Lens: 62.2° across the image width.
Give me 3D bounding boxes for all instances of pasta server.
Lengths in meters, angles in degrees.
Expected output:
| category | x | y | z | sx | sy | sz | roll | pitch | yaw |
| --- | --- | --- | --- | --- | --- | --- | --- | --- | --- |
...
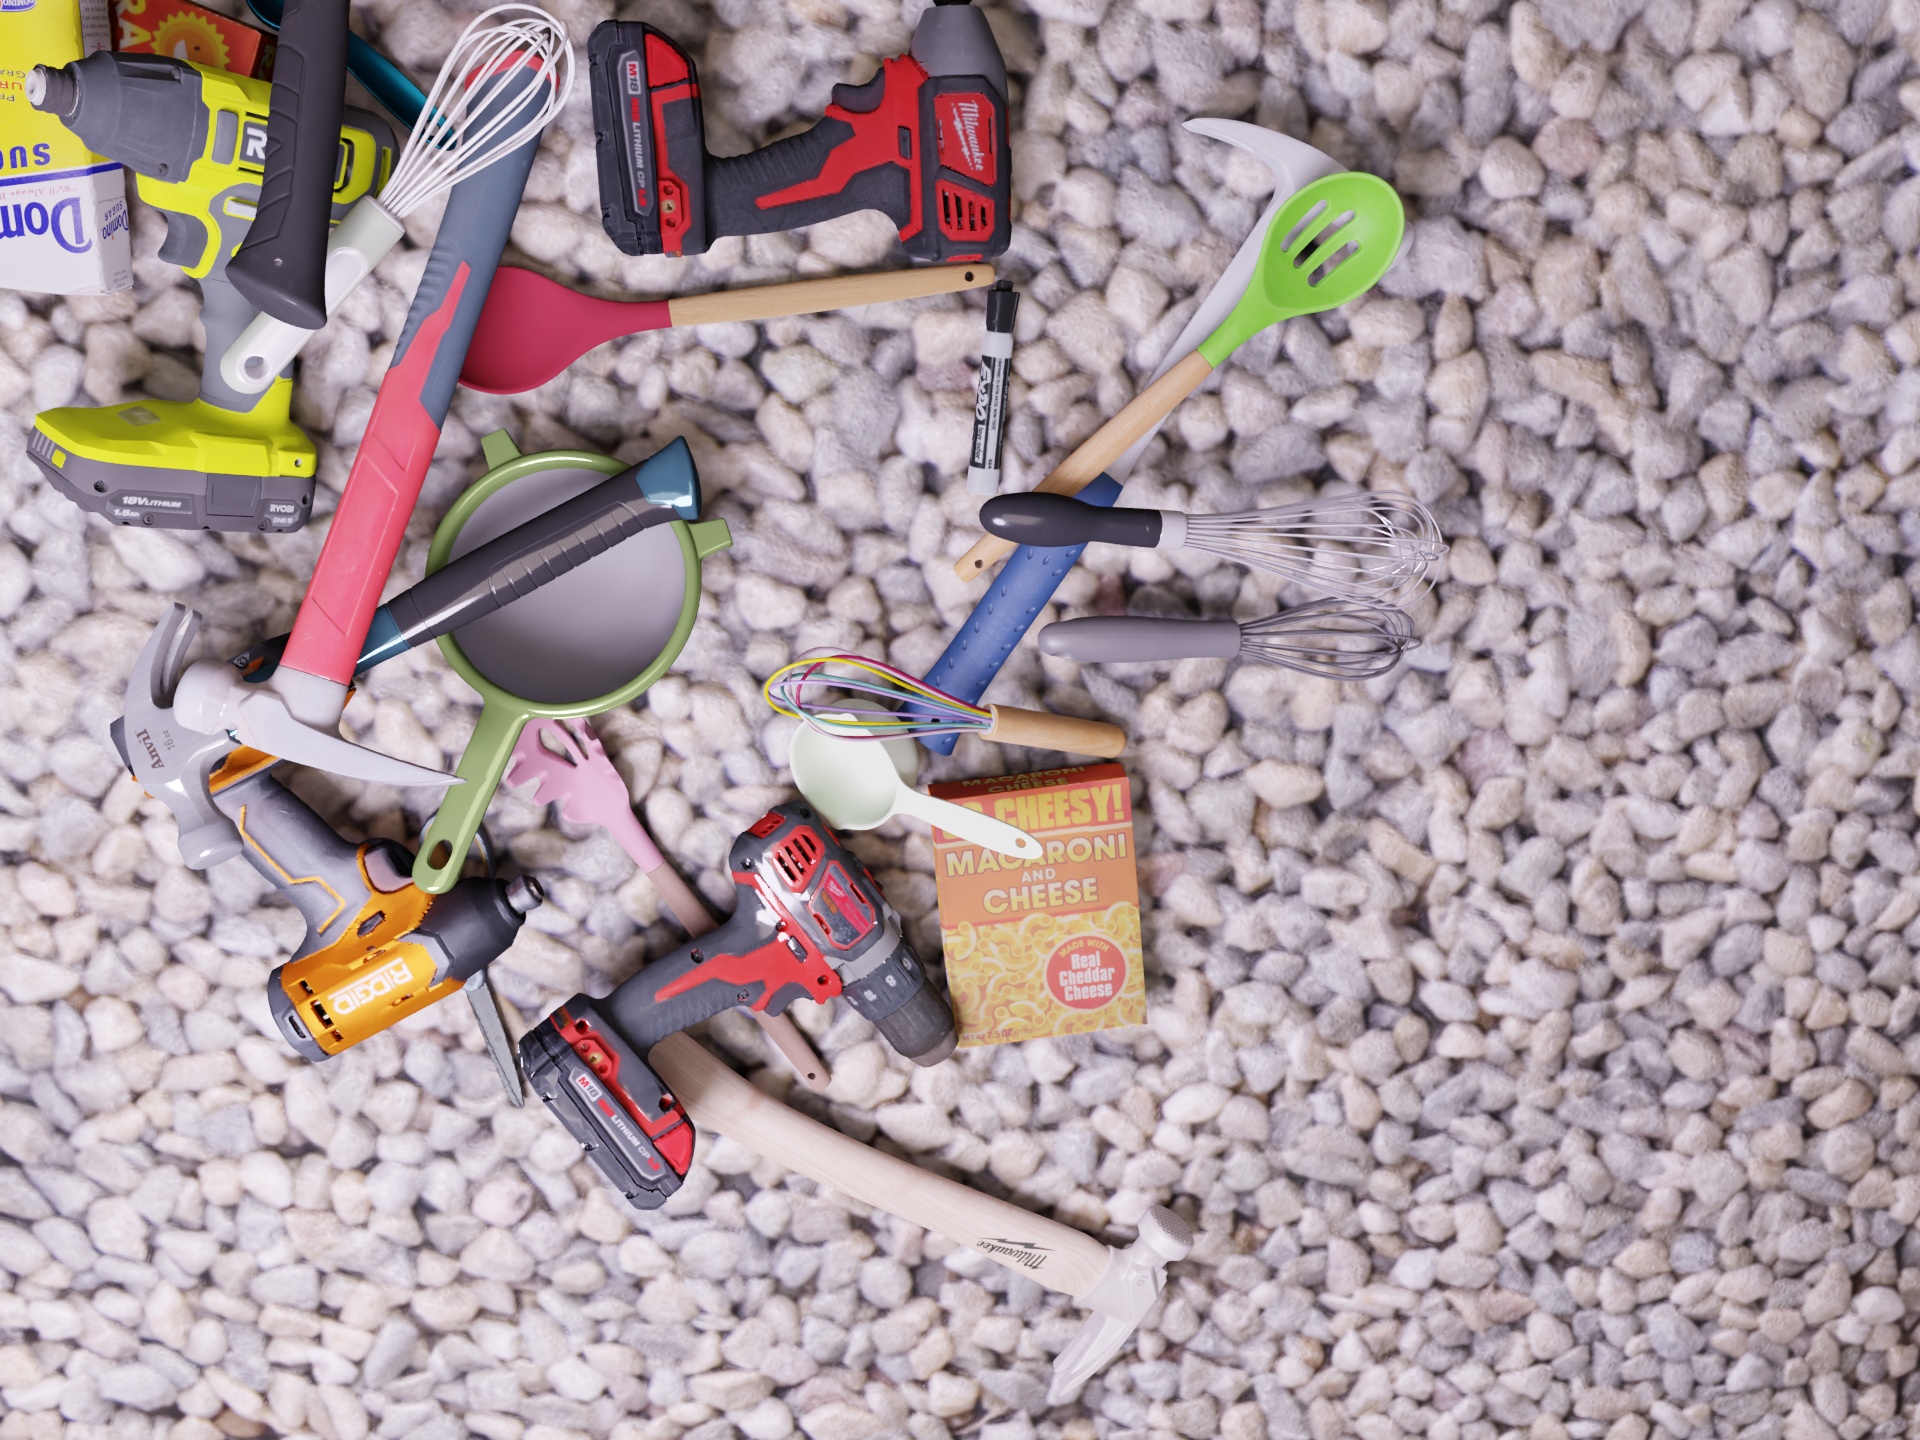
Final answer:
| category | x | y | z | sx | sy | sz | roll | pitch | yaw |
| --- | --- | --- | --- | --- | --- | --- | --- | --- | --- |
| pasta server | -0.173 | 0.114 | 0.975 | 0.060 | 0.040 | 0.316 | -29 | 108 | 16 |

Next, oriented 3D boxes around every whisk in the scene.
| category | x | y | z | sx | sy | sz | roll | pitch | yaw |
| --- | --- | --- | --- | --- | --- | --- | --- | --- | --- |
| whisk | 0.000 | -0.004 | 0.913 | 0.244 | 0.051 | 0.047 | 9 | 110 | -33 |
| whisk | 0.162 | -0.048 | 0.945 | 0.239 | 0.055 | 0.055 | -1 | 106 | -12 |
| whisk | -0.280 | -0.257 | 0.790 | 0.246 | 0.059 | 0.057 | -48 | 135 | 0 |
| whisk | 0.148 | -0.107 | 0.904 | 0.284 | 0.070 | 0.070 | 3 | 105 | -15 |

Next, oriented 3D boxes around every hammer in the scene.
| category | x | y | z | sx | sy | sz | roll | pitch | yaw |
| --- | --- | --- | --- | --- | --- | --- | --- | --- | --- |
| hammer | -0.054 | 0.305 | 1.029 | 0.410 | 0.038 | 0.146 | 29 | 105 | -14 |
| hammer | 0.086 | -0.156 | 0.926 | 0.144 | 0.035 | 0.405 | 33 | 100 | -13 |
| hammer | -0.283 | -0.056 | 0.842 | 0.331 | 0.033 | 0.128 | -29 | 84 | -5 |
| hammer | -0.301 | -0.347 | 0.762 | 0.146 | 0.035 | 0.335 | 4 | 78 | -14 |
| hammer | -0.267 | -0.160 | 0.819 | 0.143 | 0.038 | 0.386 | 17 | 83 | -1 |

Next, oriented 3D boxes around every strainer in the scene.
| category | x | y | z | sx | sy | sz | roll | pitch | yaw |
| --- | --- | --- | --- | --- | --- | --- | --- | --- | --- |
| strainer | -0.237 | -0.023 | 0.890 | 0.151 | 0.069 | 0.256 | 22 | 84 | 2 |

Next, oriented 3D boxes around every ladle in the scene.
| category | x | y | z | sx | sy | sz | roll | pitch | yaw |
| --- | --- | --- | --- | --- | --- | --- | --- | --- | --- |
| ladle | -0.136 | -0.232 | 0.889 | 0.315 | 0.031 | 0.069 | -8 | 110 | -5 |

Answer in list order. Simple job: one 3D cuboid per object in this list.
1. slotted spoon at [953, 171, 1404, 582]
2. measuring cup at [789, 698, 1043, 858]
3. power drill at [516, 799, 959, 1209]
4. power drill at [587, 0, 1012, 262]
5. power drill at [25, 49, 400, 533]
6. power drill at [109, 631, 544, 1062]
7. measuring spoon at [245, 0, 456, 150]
| category | x | y | z | sx | sy | sz | roll | pitch | yaw |
| --- | --- | --- | --- | --- | --- | --- | --- | --- | --- |
| slotted spoon | 0.115 | -0.186 | 0.888 | 0.314 | 0.031 | 0.070 | -41 | 114 | 8 |
| measuring cup | -0.021 | 0.039 | 0.932 | 0.168 | 0.038 | 0.083 | 21 | 124 | 18 |
| power drill | -0.123 | 0.182 | 0.940 | 0.227 | 0.080 | 0.187 | -40 | 105 | -16 |
| power drill | -0.081 | -0.317 | 0.847 | 0.219 | 0.079 | 0.143 | -3 | 106 | -7 |
| power drill | -0.389 | -0.215 | 0.806 | 0.080 | 0.171 | 0.223 | 28 | 110 | 34 |
| power drill | -0.354 | 0.064 | 0.911 | 0.164 | 0.084 | 0.226 | -28 | 100 | 1 |
| measuring spoon | -0.323 | -0.349 | 0.845 | 0.128 | 0.021 | 0.042 | 42 | 68 | -23 |
